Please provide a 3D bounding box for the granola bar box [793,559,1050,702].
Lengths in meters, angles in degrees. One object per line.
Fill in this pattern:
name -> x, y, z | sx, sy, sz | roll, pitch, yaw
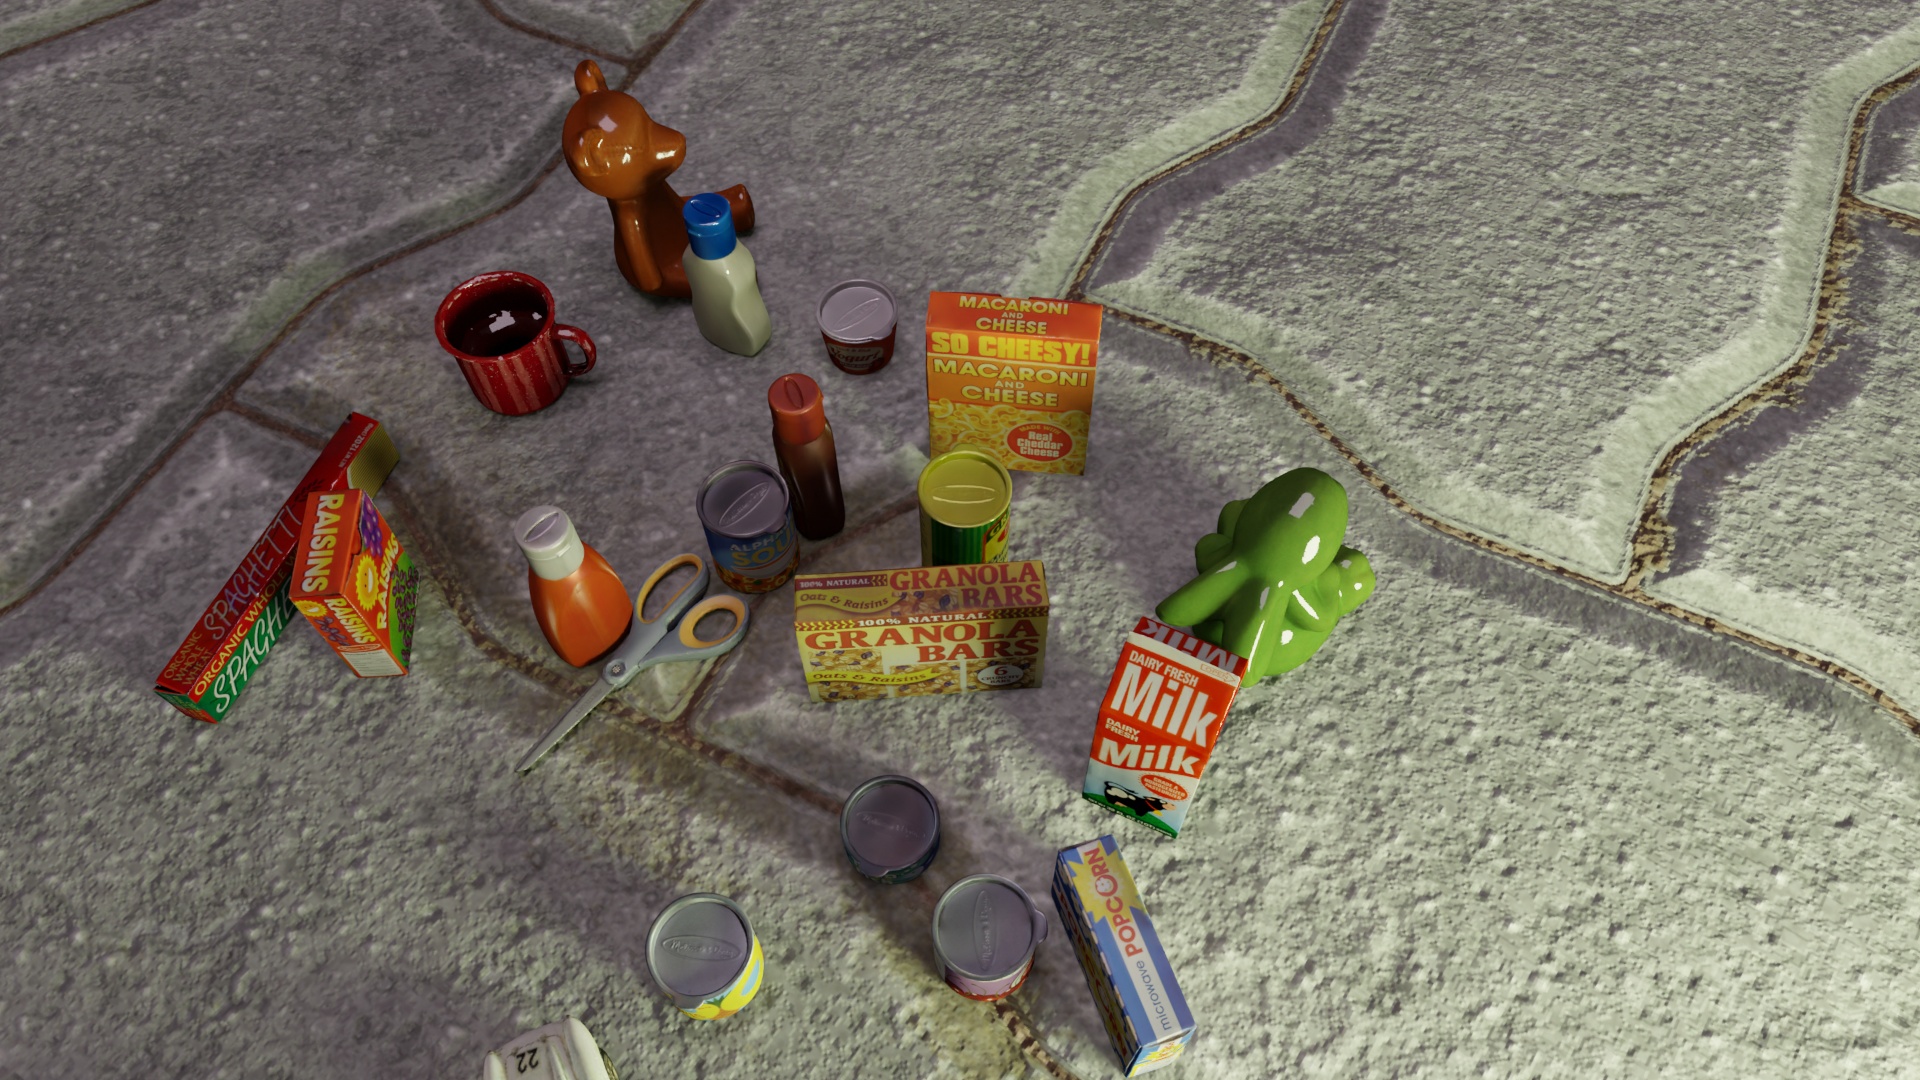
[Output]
granola bar box -> -0.025, 0.063, 0.950 | 0.166, 0.123, 0.039 | -4, 59, -2

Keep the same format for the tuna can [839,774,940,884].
tuna can -> -0.047, 0.195, 0.922 | 0.071, 0.032, 0.071 | 0, 58, 0

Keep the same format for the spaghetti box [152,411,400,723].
spaghetti box -> -0.498, 0.017, 1.026 | 0.029, 0.050, 0.251 | 16, 60, 10

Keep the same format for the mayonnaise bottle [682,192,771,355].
mayonnaise bottle -> -0.190, -0.212, 1.108 | 0.065, 0.147, 0.041 | 26, 62, 16

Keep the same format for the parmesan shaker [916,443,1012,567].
parmesan shaker -> 0.004, -0.013, 1.009 | 0.071, 0.102, 0.071 | 0, 58, 0

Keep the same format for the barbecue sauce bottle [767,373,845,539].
barbecue sauce bottle -> -0.113, -0.063, 1.015 | 0.044, 0.147, 0.065 | -19, 60, -11

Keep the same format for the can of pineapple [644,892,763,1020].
can of pineapple -> -0.159, 0.262, 0.867 | 0.071, 0.057, 0.071 | 0, 58, 0

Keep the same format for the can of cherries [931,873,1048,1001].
can of cherries -> 0.018, 0.251, 0.872 | 0.071, 0.058, 0.072 | 0, 58, 0

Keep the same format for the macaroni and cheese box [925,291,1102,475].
macaroni and cheese box -> 0.038, -0.115, 1.036 | 0.124, 0.165, 0.040 | 5, 59, 4

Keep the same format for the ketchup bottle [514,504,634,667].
ketchup bottle -> -0.268, 0.030, 0.958 | 0.043, 0.148, 0.065 | 35, 65, 20

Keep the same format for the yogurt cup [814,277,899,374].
yogurt cup -> -0.083, -0.173, 1.138 | 0.072, 0.053, 0.073 | 0, 58, 0

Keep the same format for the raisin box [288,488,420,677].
raisin box -> -0.421, 0.032, 0.973 | 0.040, 0.122, 0.086 | -4, 58, -2

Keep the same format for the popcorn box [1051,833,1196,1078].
popcorn box -> 0.097, 0.255, 0.853 | 0.038, 0.084, 0.127 | -17, 60, -10

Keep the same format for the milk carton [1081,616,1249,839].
milk carton -> 0.129, 0.113, 0.879 | 0.072, 0.189, 0.074 | 22, 61, 13

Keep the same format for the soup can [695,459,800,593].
soup can -> -0.152, -0.007, 1.018 | 0.071, 0.083, 0.071 | 0, 58, 0
